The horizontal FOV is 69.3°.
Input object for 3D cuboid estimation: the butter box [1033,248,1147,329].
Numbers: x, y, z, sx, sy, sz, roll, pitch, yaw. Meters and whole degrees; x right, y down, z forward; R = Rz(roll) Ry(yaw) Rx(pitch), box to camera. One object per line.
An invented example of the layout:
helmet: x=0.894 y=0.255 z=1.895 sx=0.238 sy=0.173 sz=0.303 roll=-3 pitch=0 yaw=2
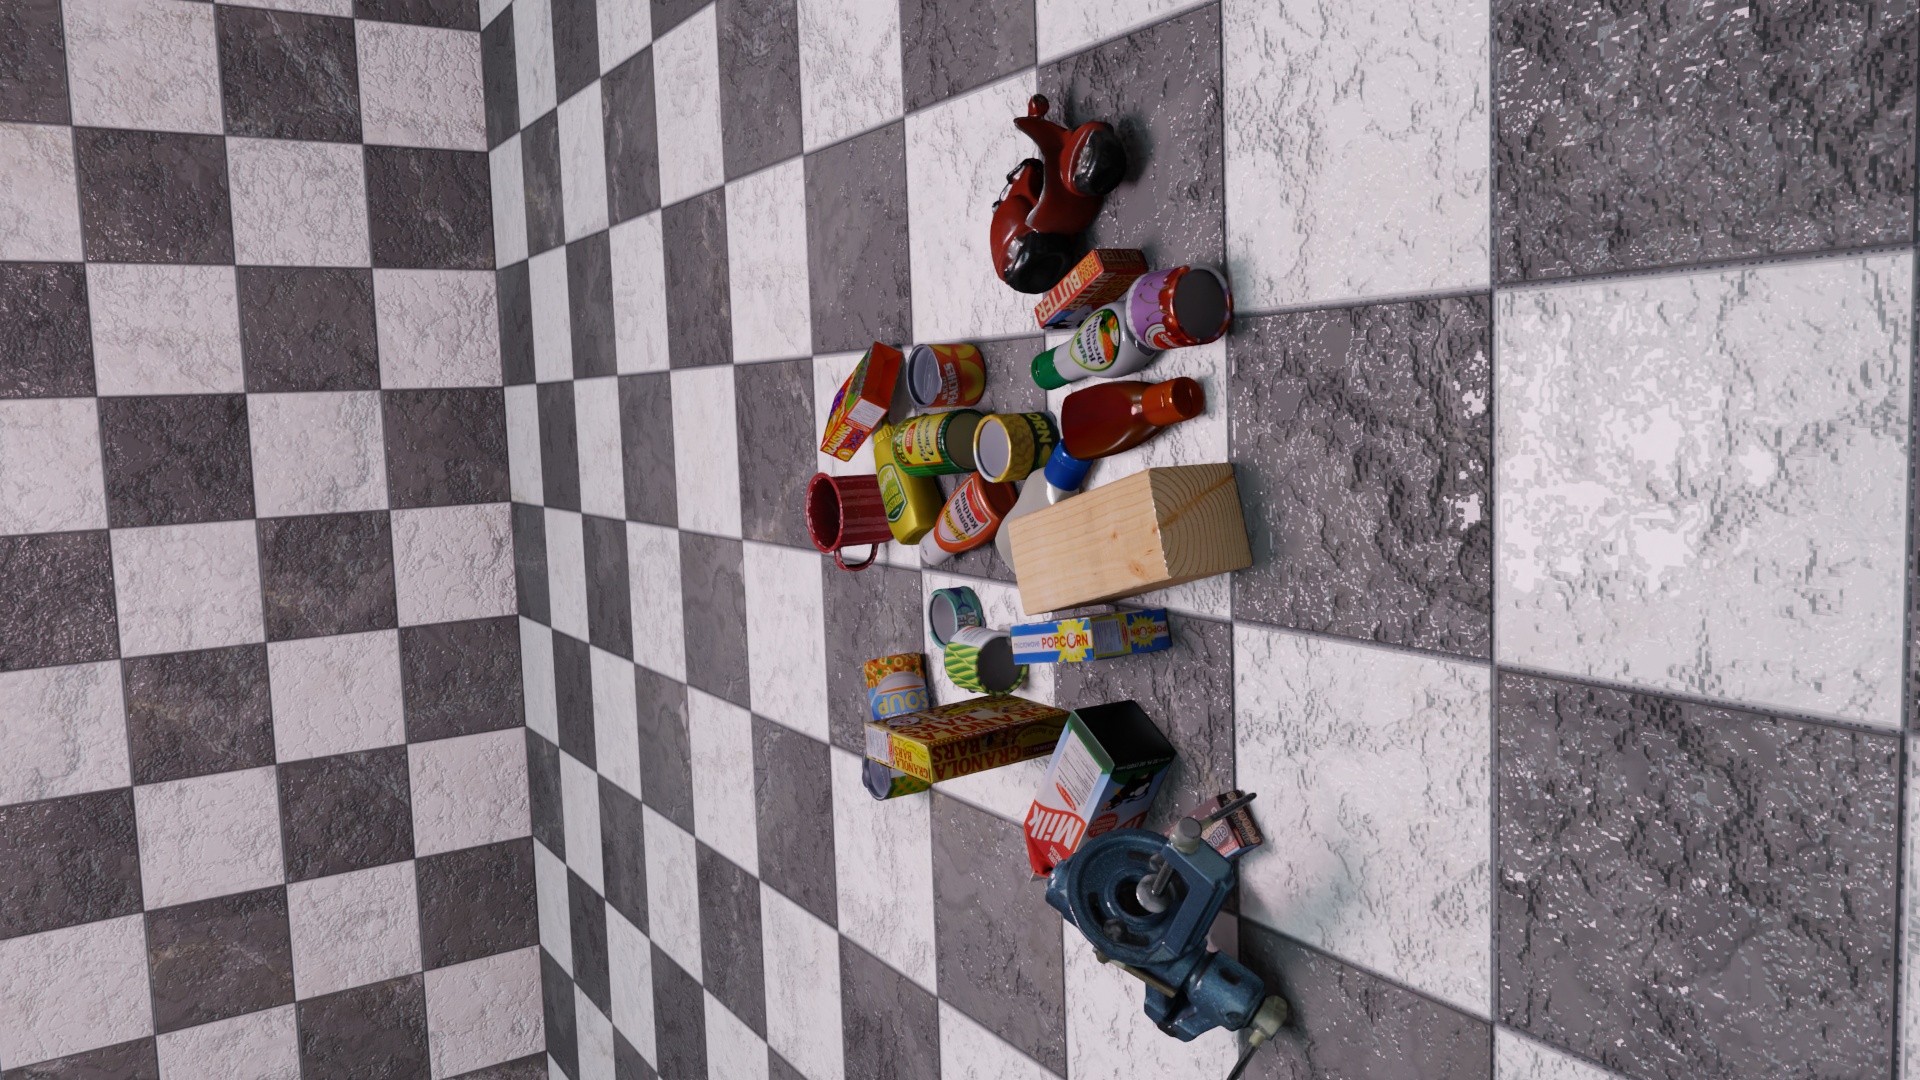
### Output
butter box: x=0.114 y=-0.221 z=1.224 sx=0.103 sy=0.053 sz=0.024 roll=-39 pitch=64 yaw=53

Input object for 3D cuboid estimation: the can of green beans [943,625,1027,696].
can of green beans: x=0.026 y=0.121 z=1.402 sx=0.058 sy=0.071 sz=0.071 roll=6 pitch=100 yaw=57

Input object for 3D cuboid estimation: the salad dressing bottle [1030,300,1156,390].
salad dressing bottle: x=0.118 y=-0.168 z=1.235 sx=0.147 sy=0.044 sz=0.064 roll=-18 pitch=77 yaw=57

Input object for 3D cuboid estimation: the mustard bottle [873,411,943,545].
mustard bottle: x=-0.065 y=-0.075 z=1.534 sx=0.065 sy=0.049 sz=0.160 roll=-43 pitch=59 yaw=48

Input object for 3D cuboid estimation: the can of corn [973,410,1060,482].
can of corn: x=0.054 y=-0.092 z=1.333 sx=0.071 sy=0.058 sz=0.071 roll=14 pitch=107 yaw=56

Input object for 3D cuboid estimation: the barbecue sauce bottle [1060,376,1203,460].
barbecue sauce bottle: x=0.146 y=-0.110 z=1.199 sx=0.148 sy=0.044 sz=0.065 roll=-10 pitch=86 yaw=57

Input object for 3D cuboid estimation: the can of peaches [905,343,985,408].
can of peaches: x=-0.014 y=-0.169 z=1.431 sx=0.071 sy=0.058 sz=0.071 roll=12 pitch=104 yaw=56

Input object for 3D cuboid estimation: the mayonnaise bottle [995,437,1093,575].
mayonnaise bottle: x=0.082 y=-0.033 z=1.316 sx=0.065 sy=0.041 sz=0.147 roll=59 pitch=139 yaw=33

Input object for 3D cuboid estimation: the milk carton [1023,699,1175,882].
milk carton: x=0.118 y=0.242 z=1.269 sx=0.074 sy=0.072 sz=0.189 roll=52 pitch=134 yaw=41

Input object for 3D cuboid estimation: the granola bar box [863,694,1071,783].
granola bar box: x=0.008 y=0.190 z=1.348 sx=0.124 sy=0.166 sz=0.039 roll=7 pitch=103 yaw=57

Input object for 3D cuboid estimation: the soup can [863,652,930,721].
soup can: x=-0.069 y=0.173 z=1.559 sx=0.071 sy=0.071 sz=0.084 roll=-27 pitch=72 yaw=56

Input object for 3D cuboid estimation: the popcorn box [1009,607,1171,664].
popcorn box: x=0.114 y=0.086 z=1.240 sx=0.126 sy=0.085 sz=0.038 roll=-11 pitch=84 yaw=58

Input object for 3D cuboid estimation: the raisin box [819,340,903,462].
raisin box: x=-0.113 y=-0.156 z=1.577 sx=0.122 sy=0.040 sz=0.086 roll=-44 pitch=29 yaw=51

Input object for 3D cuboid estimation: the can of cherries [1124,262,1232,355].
can of cherries: x=0.176 y=-0.185 z=1.118 sx=0.058 sy=0.072 sz=0.071 roll=2 pitch=96 yaw=56

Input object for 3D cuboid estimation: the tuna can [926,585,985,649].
tuna can: x=-0.006 y=0.083 z=1.478 sx=0.071 sy=0.033 sz=0.071 roll=14 pitch=106 yaw=57

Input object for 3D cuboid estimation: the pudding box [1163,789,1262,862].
pudding box: x=0.211 y=0.248 z=1.161 sx=0.083 sy=0.030 sz=0.050 roll=-51 pitch=54 yaw=48

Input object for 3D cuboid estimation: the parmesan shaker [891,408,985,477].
parmesan shaker: x=-0.017 y=-0.103 z=1.440 sx=0.103 sy=0.071 sz=0.071 roll=-2 pitch=93 yaw=58

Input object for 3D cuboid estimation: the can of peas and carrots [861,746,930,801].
can of peas and carrots: x=-0.073 y=0.261 z=1.587 sx=0.071 sy=0.059 sz=0.070 roll=14 pitch=107 yaw=57

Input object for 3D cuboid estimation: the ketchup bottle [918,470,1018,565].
ketchup bottle: x=0.005 y=-0.018 z=1.436 sx=0.148 sy=0.044 sz=0.065 roll=-41 pitch=67 yaw=53
